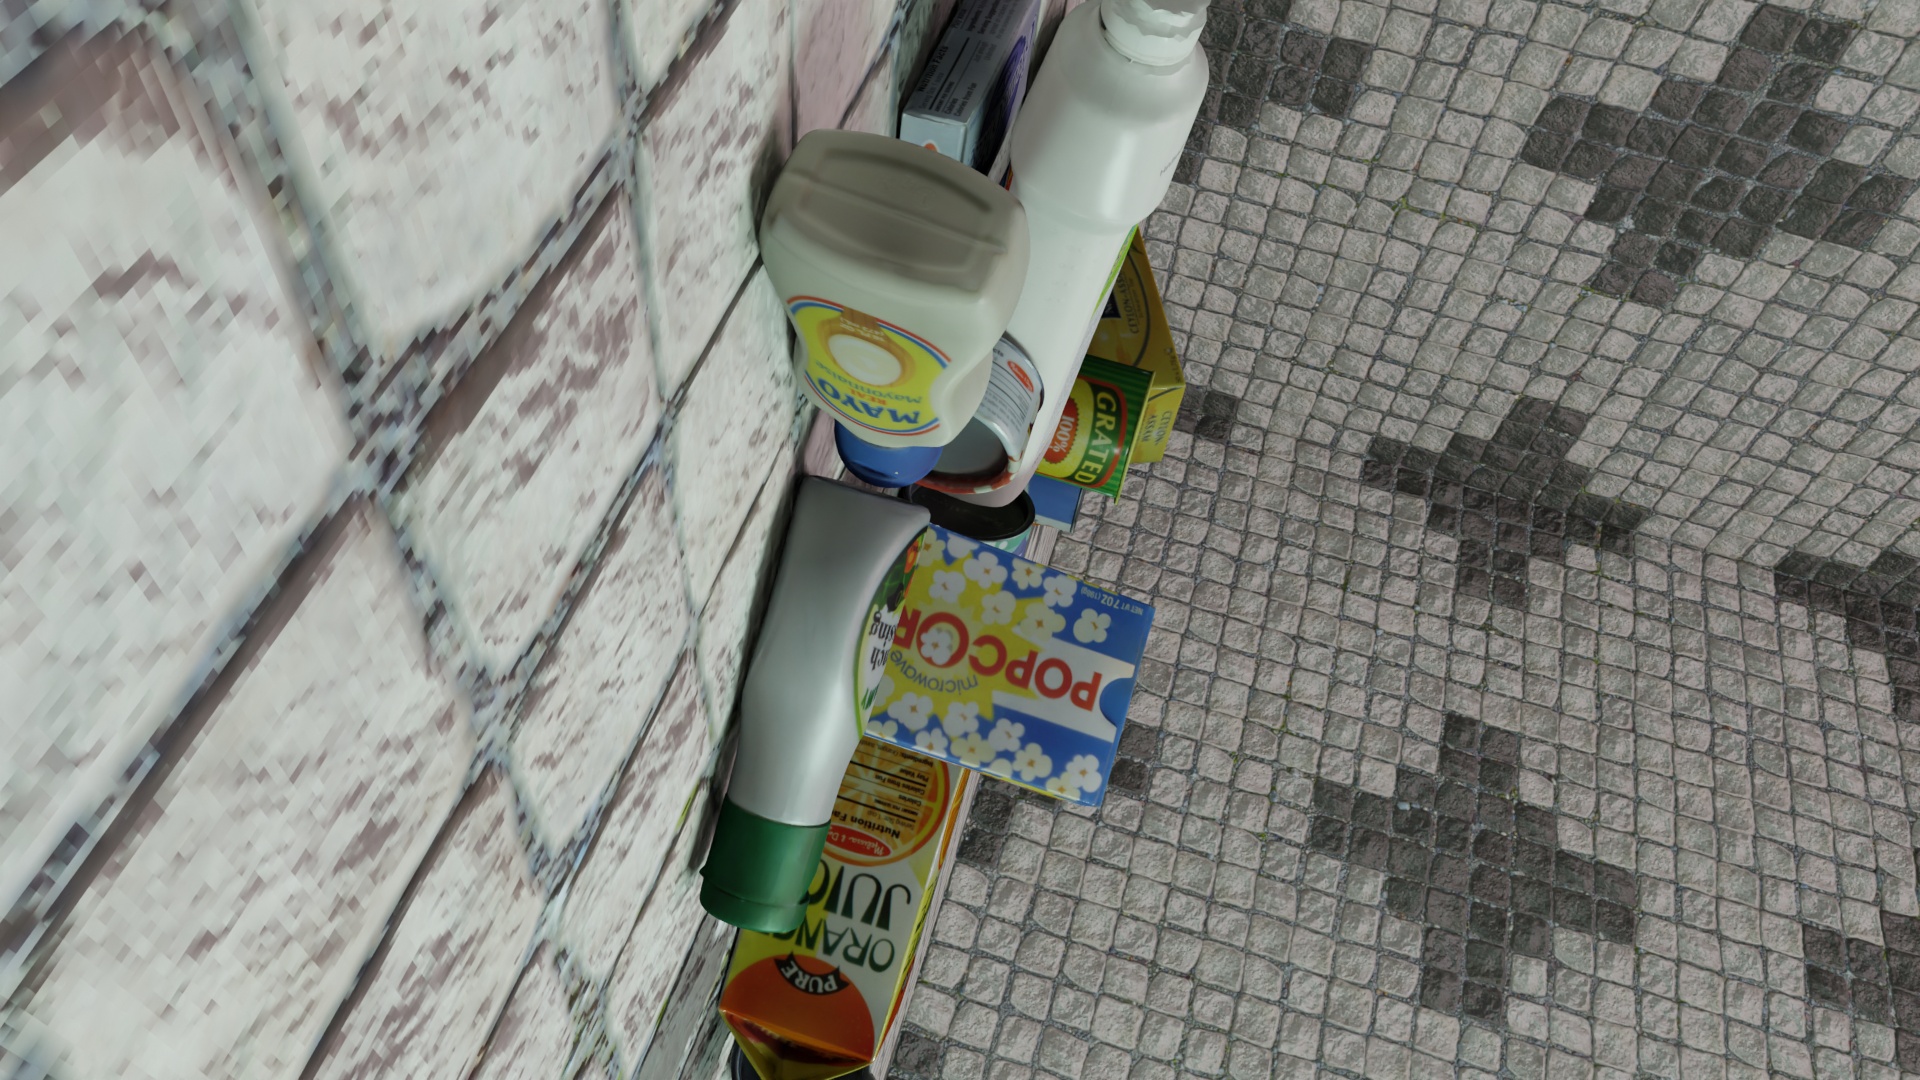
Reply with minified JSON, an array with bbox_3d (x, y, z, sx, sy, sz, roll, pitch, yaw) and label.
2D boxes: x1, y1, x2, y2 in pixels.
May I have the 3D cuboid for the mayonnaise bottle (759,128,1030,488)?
[{"bbox_3d":[-0.019,-0.055,0.388,0.147,0.065,0.041,101,10,-72],"label":"mayonnaise bottle"}]

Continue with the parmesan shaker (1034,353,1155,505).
[{"bbox_3d":[0.037,-0.063,0.691,0.071,0.103,0.071,12,94,-84],"label":"parmesan shaker"}]

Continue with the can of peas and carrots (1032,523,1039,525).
[{"bbox_3d":[0.047,-0.051,1.017,0.070,0.071,0.059,95,13,-63],"label":"can of peas and carrots"}]

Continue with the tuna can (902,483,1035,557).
[{"bbox_3d":[0.002,-0.009,0.691,0.071,0.071,0.032,-66,172,-55],"label":"tuna can"}]

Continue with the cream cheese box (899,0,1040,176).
[{"bbox_3d":[0.003,-0.156,0.493,0.053,0.024,0.104,102,7,-52],"label":"cream cheese box"}]

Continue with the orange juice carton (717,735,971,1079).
[{"bbox_3d":[-0.050,0.155,0.611,0.072,0.073,0.192,-9,115,-84],"label":"orange juice carton"}]

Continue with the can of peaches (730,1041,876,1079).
[{"bbox_3d":[-0.075,0.262,0.680,0.057,0.071,0.071,99,9,-60],"label":"can of peaches"}]

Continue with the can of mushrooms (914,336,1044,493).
[{"bbox_3d":[-0.007,-0.047,0.501,0.070,0.071,0.033,96,12,-62],"label":"can of mushrooms"}]

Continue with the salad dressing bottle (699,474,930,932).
[{"bbox_3d":[-0.051,0.054,0.463,0.064,0.044,0.147,-19,125,-85],"label":"salad dressing bottle"}]

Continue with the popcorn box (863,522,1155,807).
[{"bbox_3d":[0.004,0.046,0.551,0.038,0.127,0.085,160,-51,-71],"label":"popcorn box"}]

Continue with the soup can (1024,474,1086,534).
[{"bbox_3d":[0.035,-0.049,0.805,0.071,0.084,0.071,12,94,-85],"label":"soup can"}]
